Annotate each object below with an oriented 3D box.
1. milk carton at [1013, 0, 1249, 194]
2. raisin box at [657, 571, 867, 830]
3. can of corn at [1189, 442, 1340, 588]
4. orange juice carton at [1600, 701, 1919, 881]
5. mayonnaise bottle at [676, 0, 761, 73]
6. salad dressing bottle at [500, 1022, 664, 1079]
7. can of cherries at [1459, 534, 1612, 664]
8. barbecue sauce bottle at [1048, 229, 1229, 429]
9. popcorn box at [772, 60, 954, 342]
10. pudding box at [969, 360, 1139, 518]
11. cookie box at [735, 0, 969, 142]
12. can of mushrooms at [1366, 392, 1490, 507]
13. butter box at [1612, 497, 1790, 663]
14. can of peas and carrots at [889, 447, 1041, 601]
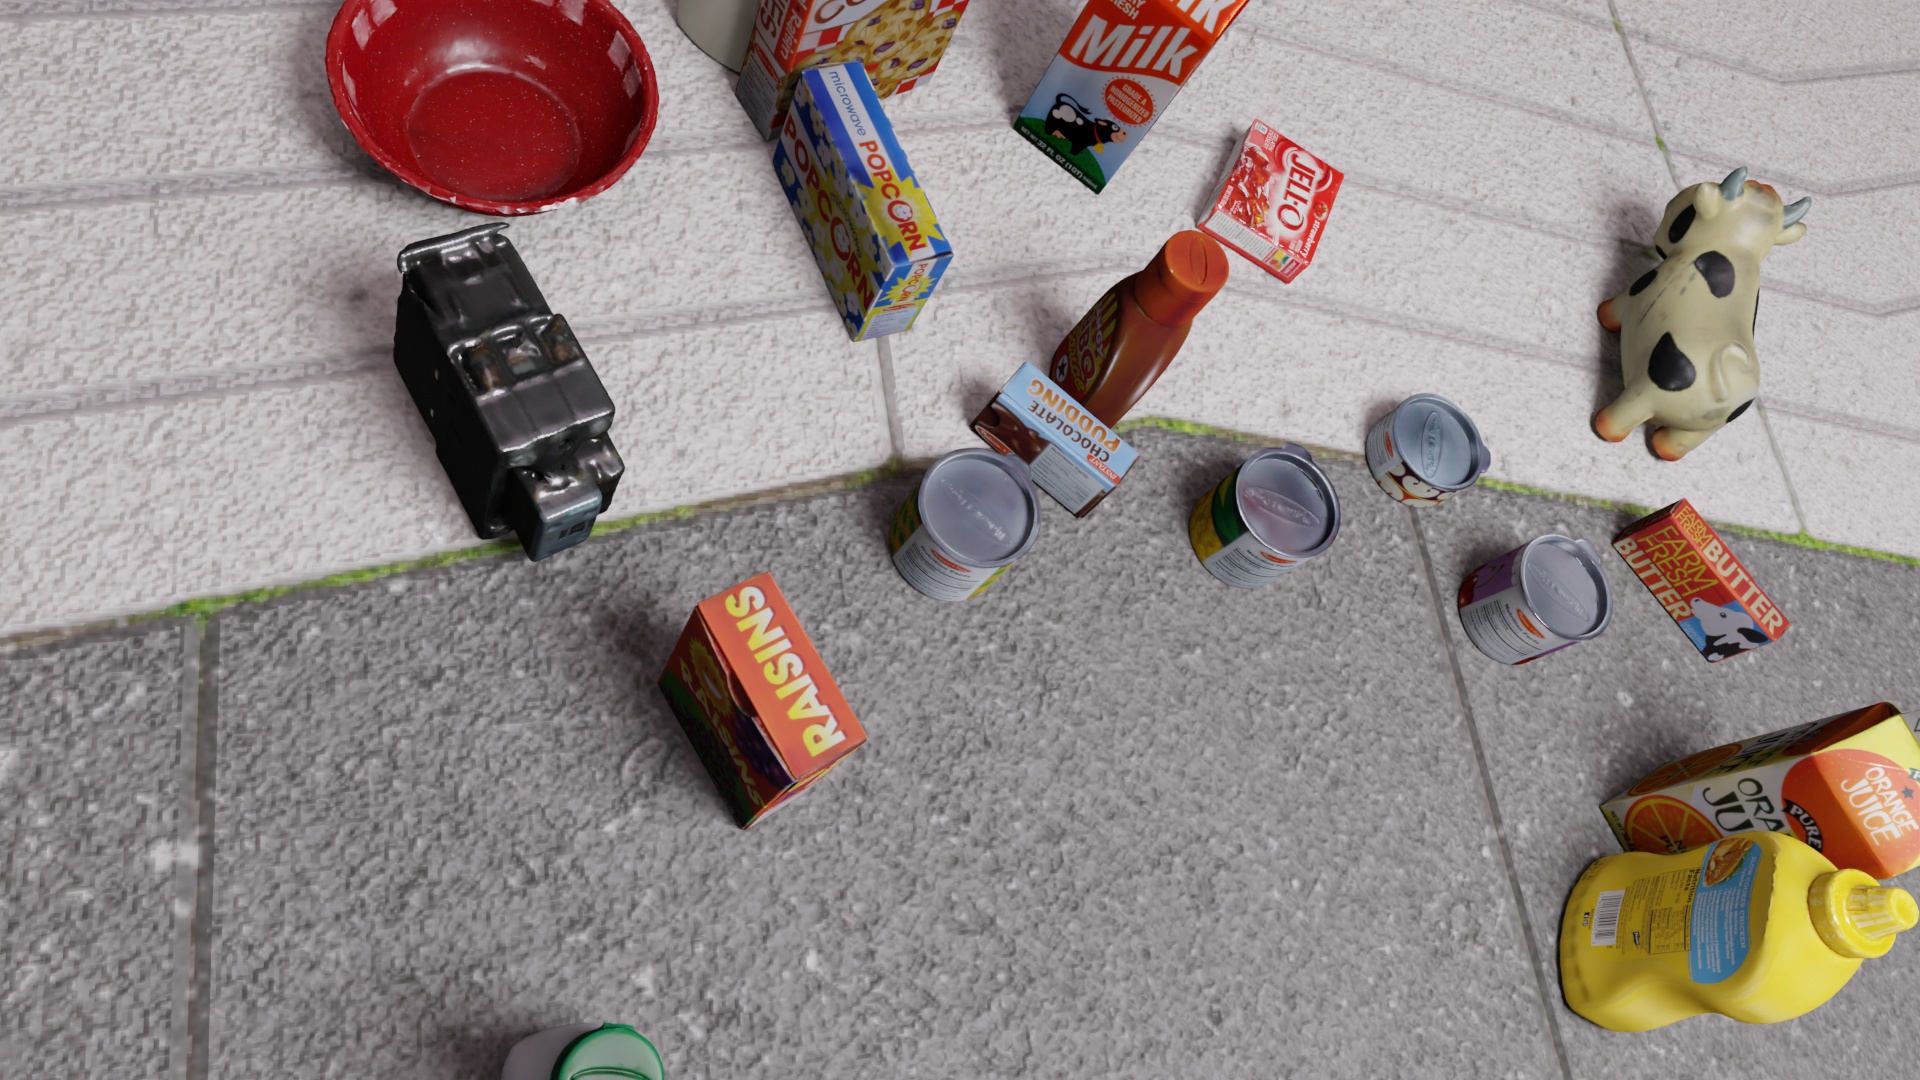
[{"bbox_3d":[0.109,-0.295,0.810,0.072,0.189,0.074,37,62,-3],"label":"milk carton"},{"bbox_3d":[-0.093,0.075,0.623,0.040,0.123,0.086,-27,80,-27],"label":"raisin box"},{"bbox_3d":[0.173,-0.014,0.795,0.071,0.058,0.071,7,67,-18],"label":"can of corn"},{"bbox_3d":[0.459,0.146,0.760,0.073,0.192,0.072,-21,78,-26],"label":"orange juice carton"},{"bbox_3d":[-0.116,-0.324,0.762,0.065,0.147,0.041,37,62,-3],"label":"mayonnaise bottle"},{"bbox_3d":[-0.143,0.209,0.536,0.064,0.147,0.044,12,66,-16],"label":"salad dressing bottle"},{"bbox_3d":[0.348,0.036,0.840,0.071,0.058,0.072,7,67,-18],"label":"can of cherries"},{"bbox_3d":[0.095,-0.114,0.755,0.044,0.148,0.065,8,67,-17],"label":"barbecue sauce bottle"},{"bbox_3d":[-0.057,-0.185,0.763,0.038,0.085,0.127,-19,77,-26],"label":"popcorn box"},{"bbox_3d":[0.052,-0.055,0.771,0.084,0.049,0.030,39,62,-2],"label":"pudding box"},{"bbox_3d":[-0.049,-0.301,0.767,0.123,0.166,0.040,-29,82,-27],"label":"cookie box"},{"bbox_3d":[0.292,-0.055,0.870,0.071,0.033,0.071,7,67,-18],"label":"can of mushrooms"},{"bbox_3d":[0.475,0.027,0.893,0.024,0.053,0.103,-34,84,-28],"label":"butter box"},{"bbox_3d":[0.003,-0.009,0.729,0.071,0.058,0.071,7,67,-18],"label":"can of peas and carrots"}]
